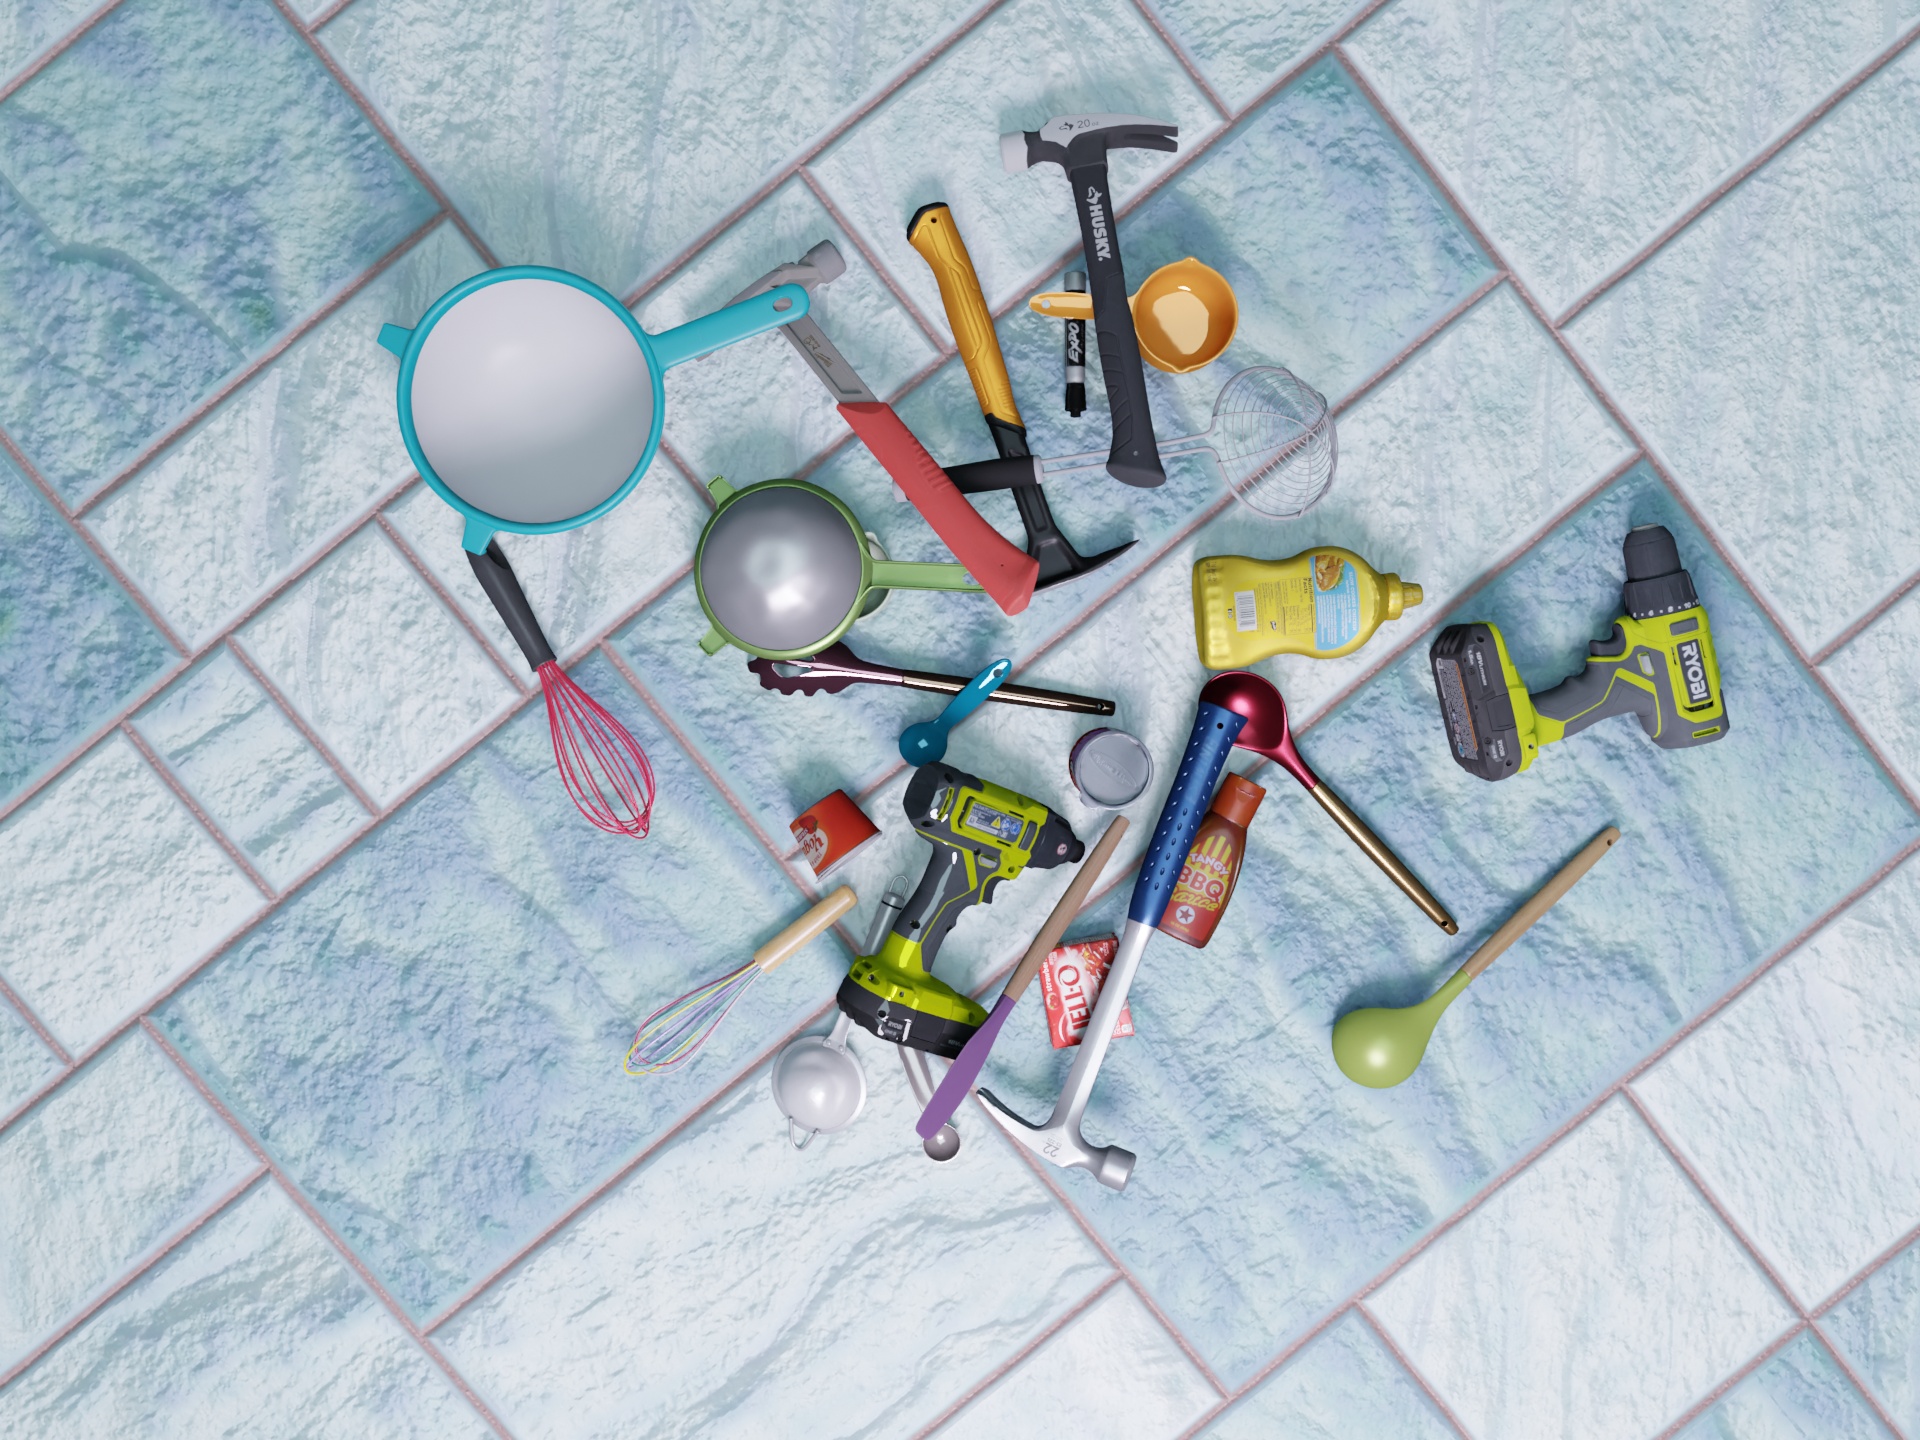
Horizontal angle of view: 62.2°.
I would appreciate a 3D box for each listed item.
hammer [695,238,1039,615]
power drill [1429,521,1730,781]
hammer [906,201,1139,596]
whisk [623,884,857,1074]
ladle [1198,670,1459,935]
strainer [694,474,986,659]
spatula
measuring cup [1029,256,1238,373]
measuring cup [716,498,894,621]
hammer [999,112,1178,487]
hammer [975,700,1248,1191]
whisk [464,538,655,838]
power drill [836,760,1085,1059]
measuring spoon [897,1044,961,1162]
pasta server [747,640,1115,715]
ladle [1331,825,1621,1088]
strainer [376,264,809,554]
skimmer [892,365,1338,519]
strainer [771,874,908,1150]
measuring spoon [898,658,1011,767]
[{"bbox_3d":[-0.066,-0.222,1.288,0.149,0.036,0.359,-38,76,-1],"label":"hammer"},{"bbox_3d":[0.526,-0.054,1.351,0.228,0.080,0.190,-15,94,-4],"label":"power drill"},{"bbox_3d":[0.038,-0.275,1.341,0.127,0.034,0.337,-20,94,0],"label":"hammer"},{"bbox_3d":[-0.188,0.223,1.362,0.245,0.051,0.047,-38,115,-4],"label":"whisk"},{"bbox_3d":[0.323,0.073,1.374,0.315,0.031,0.069,46,115,-6],"label":"ladle"},{"bbox_3d":[-0.099,-0.122,1.285,0.256,0.069,0.151,3,90,8],"label":"strainer"},{"bbox_3d":[0.055,0.210,1.322,0.018,0.059,0.316,26,73,28],"label":"spatula"},{"bbox_3d":[0.143,-0.339,1.334,0.173,0.052,0.095,5,93,0],"label":"measuring cup"},{"bbox_3d":[-0.131,-0.142,1.345,0.167,0.038,0.083,29,92,6],"label":"measuring cup"},{"bbox_3d":[0.126,-0.343,1.283,0.146,0.035,0.335,-9,73,4],"label":"hammer"},{"bbox_3d":[0.142,0.177,1.331,0.144,0.035,0.405,21,90,10],"label":"hammer"},{"bbox_3d":[-0.338,-0.029,1.331,0.073,0.073,0.296,-29,89,0],"label":"whisk"},{"bbox_3d":[0.003,0.162,1.330,0.171,0.080,0.223,23,91,-31],"label":"power drill"},{"bbox_3d":[-0.031,0.323,1.384,0.034,0.018,0.124,-19,87,-1],"label":"measuring spoon"},{"bbox_3d":[-0.024,-0.033,1.358,0.316,0.040,0.060,8,93,-6],"label":"pasta server"},{"bbox_3d":[0.452,0.200,1.385,0.320,0.062,0.078,-42,103,-6],"label":"ladle"},{"bbox_3d":[-0.281,-0.279,1.298,0.340,0.095,0.211,-21,95,-1],"label":"strainer"},{"bbox_3d":[0.128,-0.211,1.314,0.363,0.090,0.127,-7,88,10],"label":"skimmer"},{"bbox_3d":[-0.099,0.252,1.364,0.087,0.050,0.258,22,89,11],"label":"strainer"},{"bbox_3d":[-0.002,-0.004,1.340,0.042,0.021,0.128,38,110,-21],"label":"measuring spoon"}]
